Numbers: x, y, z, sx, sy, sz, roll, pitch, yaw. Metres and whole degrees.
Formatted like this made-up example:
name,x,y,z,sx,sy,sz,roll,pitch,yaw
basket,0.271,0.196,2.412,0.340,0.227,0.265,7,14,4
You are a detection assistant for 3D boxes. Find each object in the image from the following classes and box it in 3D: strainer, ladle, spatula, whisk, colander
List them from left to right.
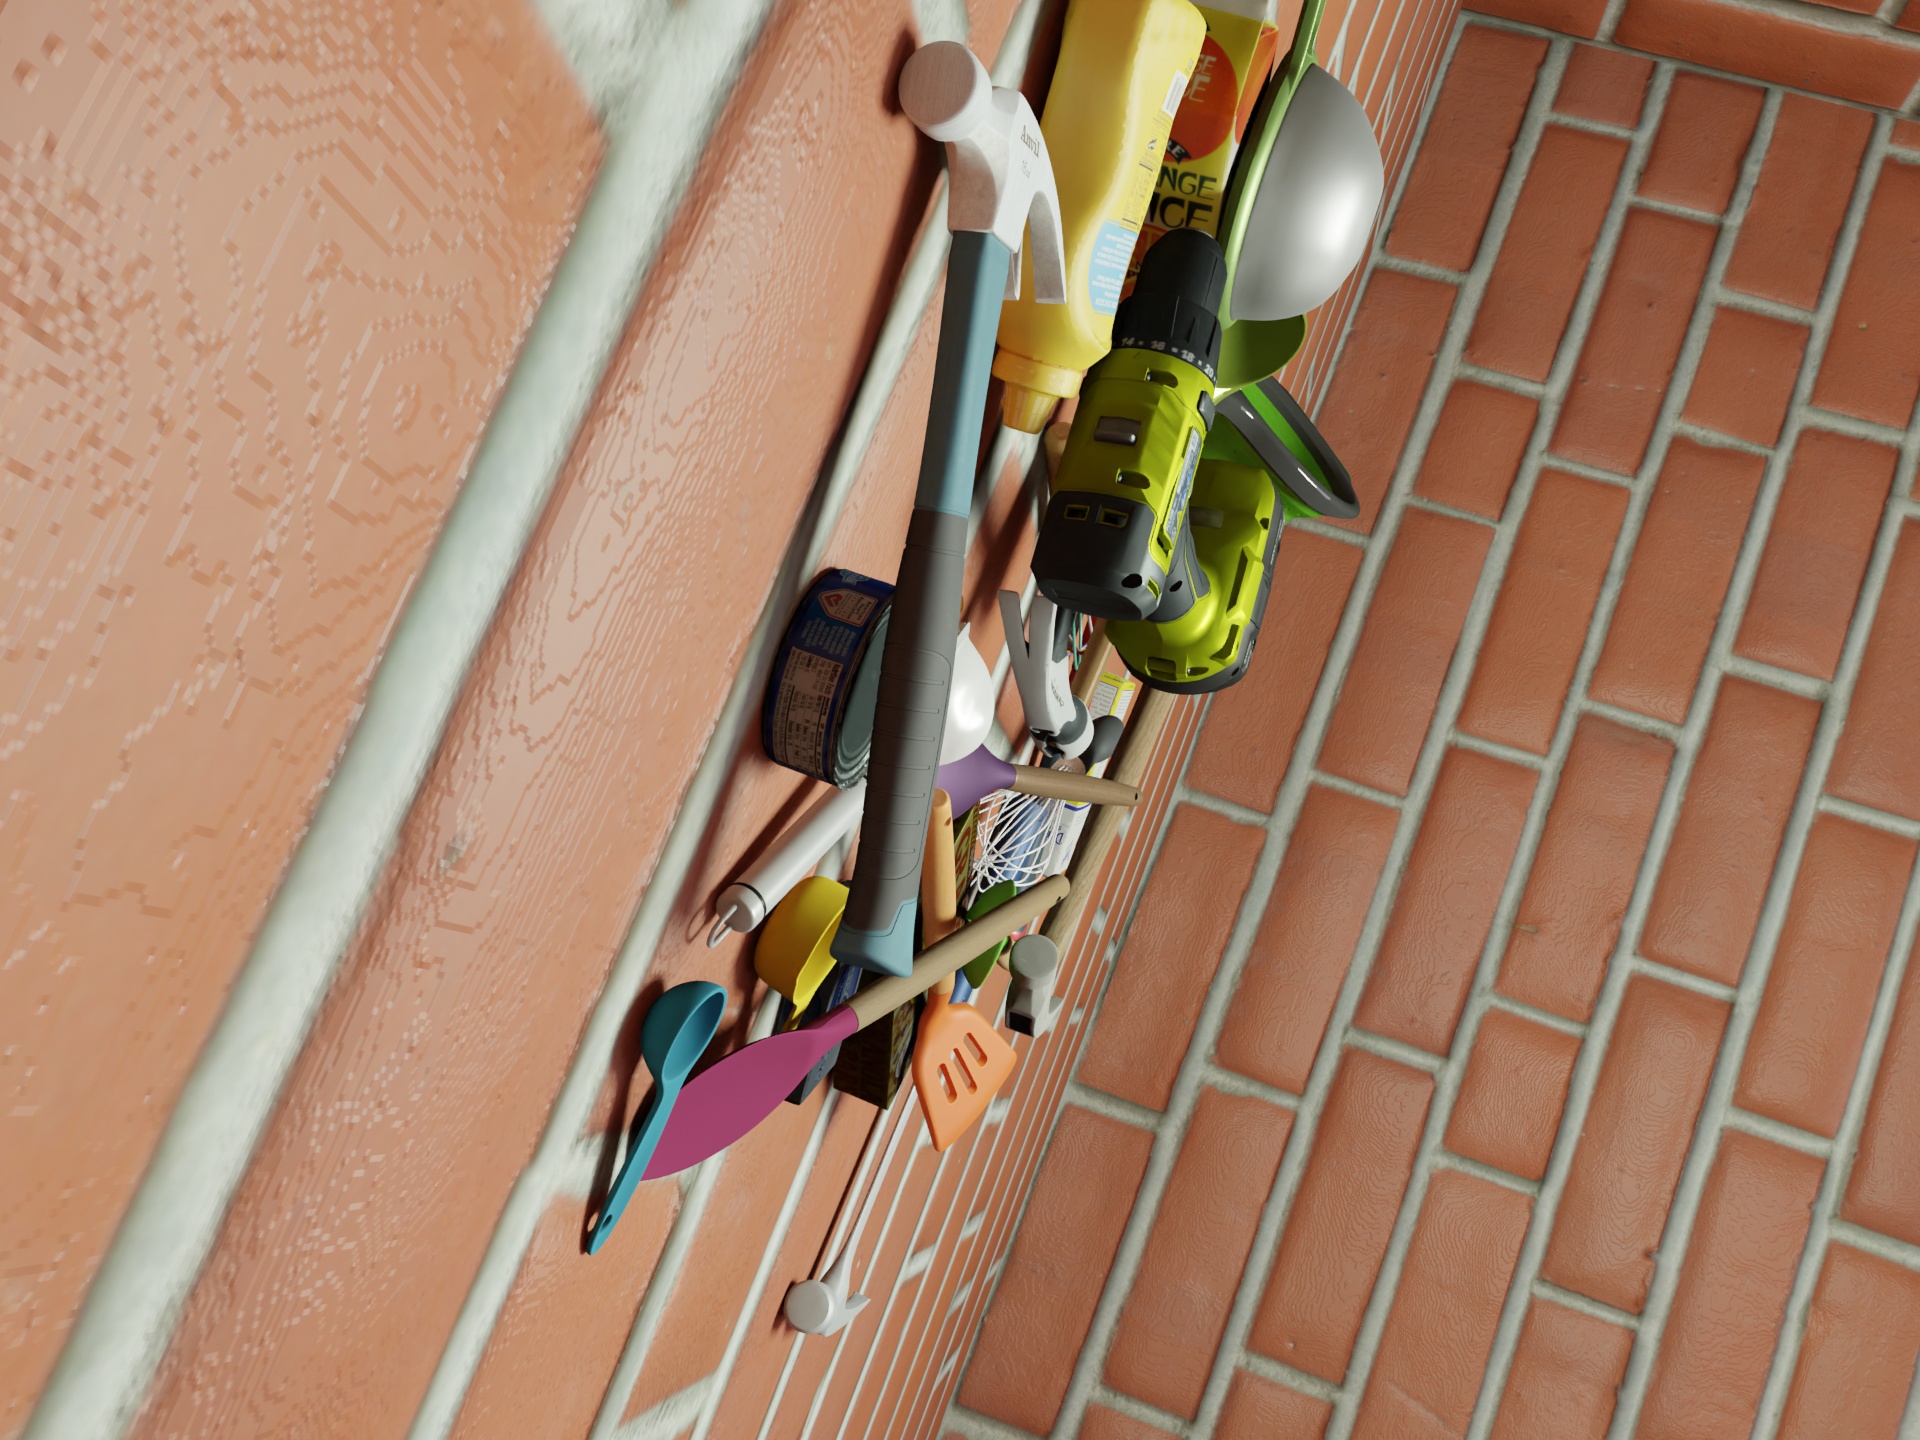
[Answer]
name,x,y,z,sx,sy,sz,roll,pitch,yaw
strainer,-0.039,0.027,0.719,0.258,0.050,0.086,-46,168,-49
spatula,-0.003,0.137,0.871,0.081,0.041,0.322,-45,155,-28
spatula,0.038,0.037,0.933,0.315,0.018,0.060,11,87,-59
whisk,0.063,0.047,1.119,0.284,0.070,0.070,-39,147,-60
whisk,0.068,-0.105,1.016,0.244,0.047,0.051,77,30,-61
ladle,0.130,-0.128,1.012,0.062,0.078,0.320,33,-76,57
colander,0.176,-0.215,1.184,0.094,0.205,0.397,-39,162,23
strainer,0.192,-0.309,0.809,0.256,0.069,0.152,99,16,-49

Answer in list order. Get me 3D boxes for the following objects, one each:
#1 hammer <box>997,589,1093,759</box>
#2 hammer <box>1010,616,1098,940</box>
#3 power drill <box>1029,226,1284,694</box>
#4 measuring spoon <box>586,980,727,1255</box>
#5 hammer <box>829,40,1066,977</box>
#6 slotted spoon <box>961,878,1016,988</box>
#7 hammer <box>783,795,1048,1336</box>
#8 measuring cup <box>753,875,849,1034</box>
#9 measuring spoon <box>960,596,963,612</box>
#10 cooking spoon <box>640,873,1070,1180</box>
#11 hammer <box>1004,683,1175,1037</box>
name,x,y,z,sx,sy,sz,roll,pitch,yaw
hammer,0.096,-0.189,0.924,0.149,0.036,0.409,61,43,-64
hammer,0.085,-0.006,1.244,0.143,0.038,0.386,-19,127,-73
power drill,0.111,-0.122,0.827,0.228,0.080,0.191,43,61,-65
measuring spoon,-0.127,0.153,0.618,0.128,0.021,0.042,-64,166,16
hammer,-0.010,-0.064,0.596,0.128,0.033,0.331,-4,104,-71
slotted spoon,0.026,0.154,1.079,0.313,0.031,0.070,69,40,-76
hammer,-0.024,0.246,1.162,0.144,0.035,0.406,76,35,-68
measuring cup,-0.091,0.137,0.740,0.156,0.029,0.062,-63,168,24
measuring spoon,-0.023,-0.026,0.793,0.021,0.011,0.117,95,19,-49
cooking spoon,-0.038,0.133,0.762,0.319,0.017,0.068,-23,141,-49
hammer,0.099,0.074,1.109,0.130,0.031,0.331,94,19,-53
